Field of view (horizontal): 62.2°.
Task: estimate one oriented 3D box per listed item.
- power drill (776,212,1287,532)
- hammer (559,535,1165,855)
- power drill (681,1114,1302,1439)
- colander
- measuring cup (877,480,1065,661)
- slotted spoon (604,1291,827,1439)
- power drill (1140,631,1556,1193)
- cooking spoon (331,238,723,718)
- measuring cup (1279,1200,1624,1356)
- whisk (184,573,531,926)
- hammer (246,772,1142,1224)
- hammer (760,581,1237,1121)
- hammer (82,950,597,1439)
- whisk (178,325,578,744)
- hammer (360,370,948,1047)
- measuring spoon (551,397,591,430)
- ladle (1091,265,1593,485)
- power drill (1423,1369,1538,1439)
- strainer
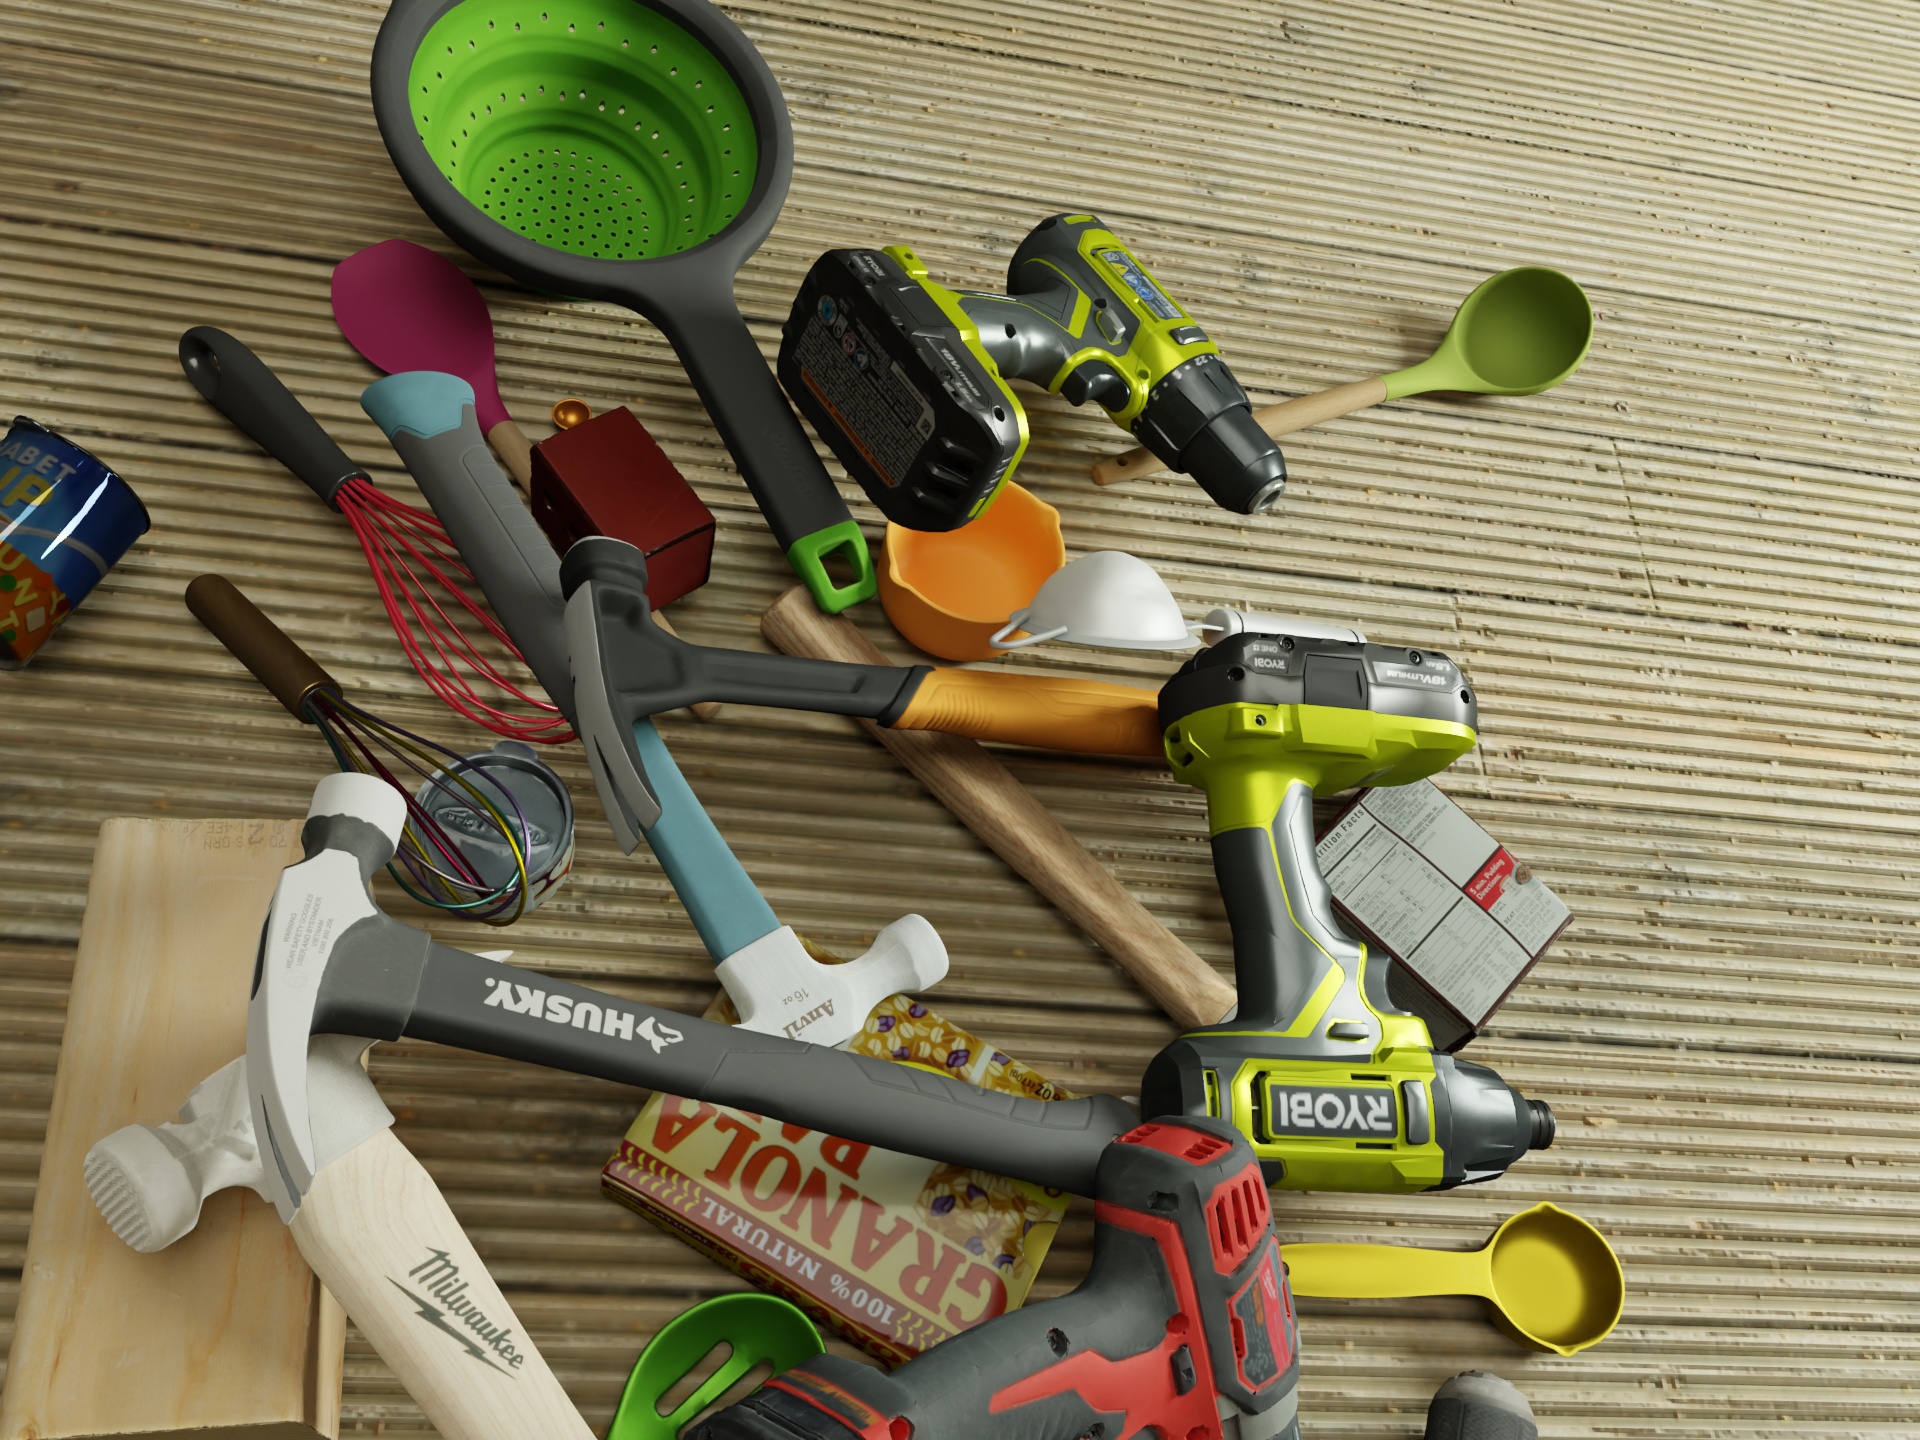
[{"bbox_3d":[0.045,-0.163,0.776,0.228,0.080,0.191,-19,64,-42],"label":"power drill"},{"bbox_3d":[-0.001,-0.002,0.682,0.336,0.034,0.127,4,55,-34],"label":"hammer"},{"bbox_3d":[0.035,0.259,0.531,0.226,0.080,0.188,-19,101,-39],"label":"power drill"},{"bbox_3d":[-0.156,-0.214,0.802,0.204,0.094,0.397,-24,80,-28],"label":"colander"},{"bbox_3d":[-0.020,-0.105,0.790,0.095,0.052,0.174,-25,68,-24],"label":"measuring cup"},{"bbox_3d":[-0.177,0.307,0.538,0.314,0.031,0.070,-32,72,-24],"label":"slotted spoon"},{"bbox_3d":[0.162,0.084,0.673,0.171,0.080,0.223,5,70,-13],"label":"power drill"},{"bbox_3d":[-0.210,-0.123,0.774,0.069,0.017,0.319,-33,73,-19],"label":"cooking spoon"},{"bbox_3d":[0.197,0.235,0.670,0.156,0.029,0.062,2,60,1],"label":"measuring cup"},{"bbox_3d":[-0.252,0.008,0.651,0.245,0.047,0.051,36,62,29],"label":"whisk"},{"bbox_3d":[-0.075,0.128,0.557,0.334,0.035,0.146,20,43,-21],"label":"hammer"},{"bbox_3d":[0.031,0.056,0.723,0.331,0.031,0.130,43,61,12],"label":"hammer"},{"bbox_3d":[-0.104,0.270,0.517,0.146,0.038,0.410,-32,87,-47],"label":"hammer"},{"bbox_3d":[-0.265,-0.091,0.721,0.296,0.073,0.073,41,61,17],"label":"whisk"},{"bbox_3d":[-0.144,-0.006,0.644,0.128,0.033,0.331,-29,80,-27],"label":"hammer"},{"bbox_3d":[-0.170,-0.111,0.784,0.021,0.011,0.117,-25,73,-22],"label":"measuring spoon"},{"bbox_3d":[0.217,-0.186,0.888,0.320,0.062,0.078,-19,67,-19],"label":"ladle"},{"bbox_3d":[0.258,0.361,0.580,0.226,0.084,0.185,18,57,2],"label":"power drill"},{"bbox_3d":[0.118,-0.046,0.751,0.258,0.050,0.087,5,12,-39],"label":"strainer"}]
